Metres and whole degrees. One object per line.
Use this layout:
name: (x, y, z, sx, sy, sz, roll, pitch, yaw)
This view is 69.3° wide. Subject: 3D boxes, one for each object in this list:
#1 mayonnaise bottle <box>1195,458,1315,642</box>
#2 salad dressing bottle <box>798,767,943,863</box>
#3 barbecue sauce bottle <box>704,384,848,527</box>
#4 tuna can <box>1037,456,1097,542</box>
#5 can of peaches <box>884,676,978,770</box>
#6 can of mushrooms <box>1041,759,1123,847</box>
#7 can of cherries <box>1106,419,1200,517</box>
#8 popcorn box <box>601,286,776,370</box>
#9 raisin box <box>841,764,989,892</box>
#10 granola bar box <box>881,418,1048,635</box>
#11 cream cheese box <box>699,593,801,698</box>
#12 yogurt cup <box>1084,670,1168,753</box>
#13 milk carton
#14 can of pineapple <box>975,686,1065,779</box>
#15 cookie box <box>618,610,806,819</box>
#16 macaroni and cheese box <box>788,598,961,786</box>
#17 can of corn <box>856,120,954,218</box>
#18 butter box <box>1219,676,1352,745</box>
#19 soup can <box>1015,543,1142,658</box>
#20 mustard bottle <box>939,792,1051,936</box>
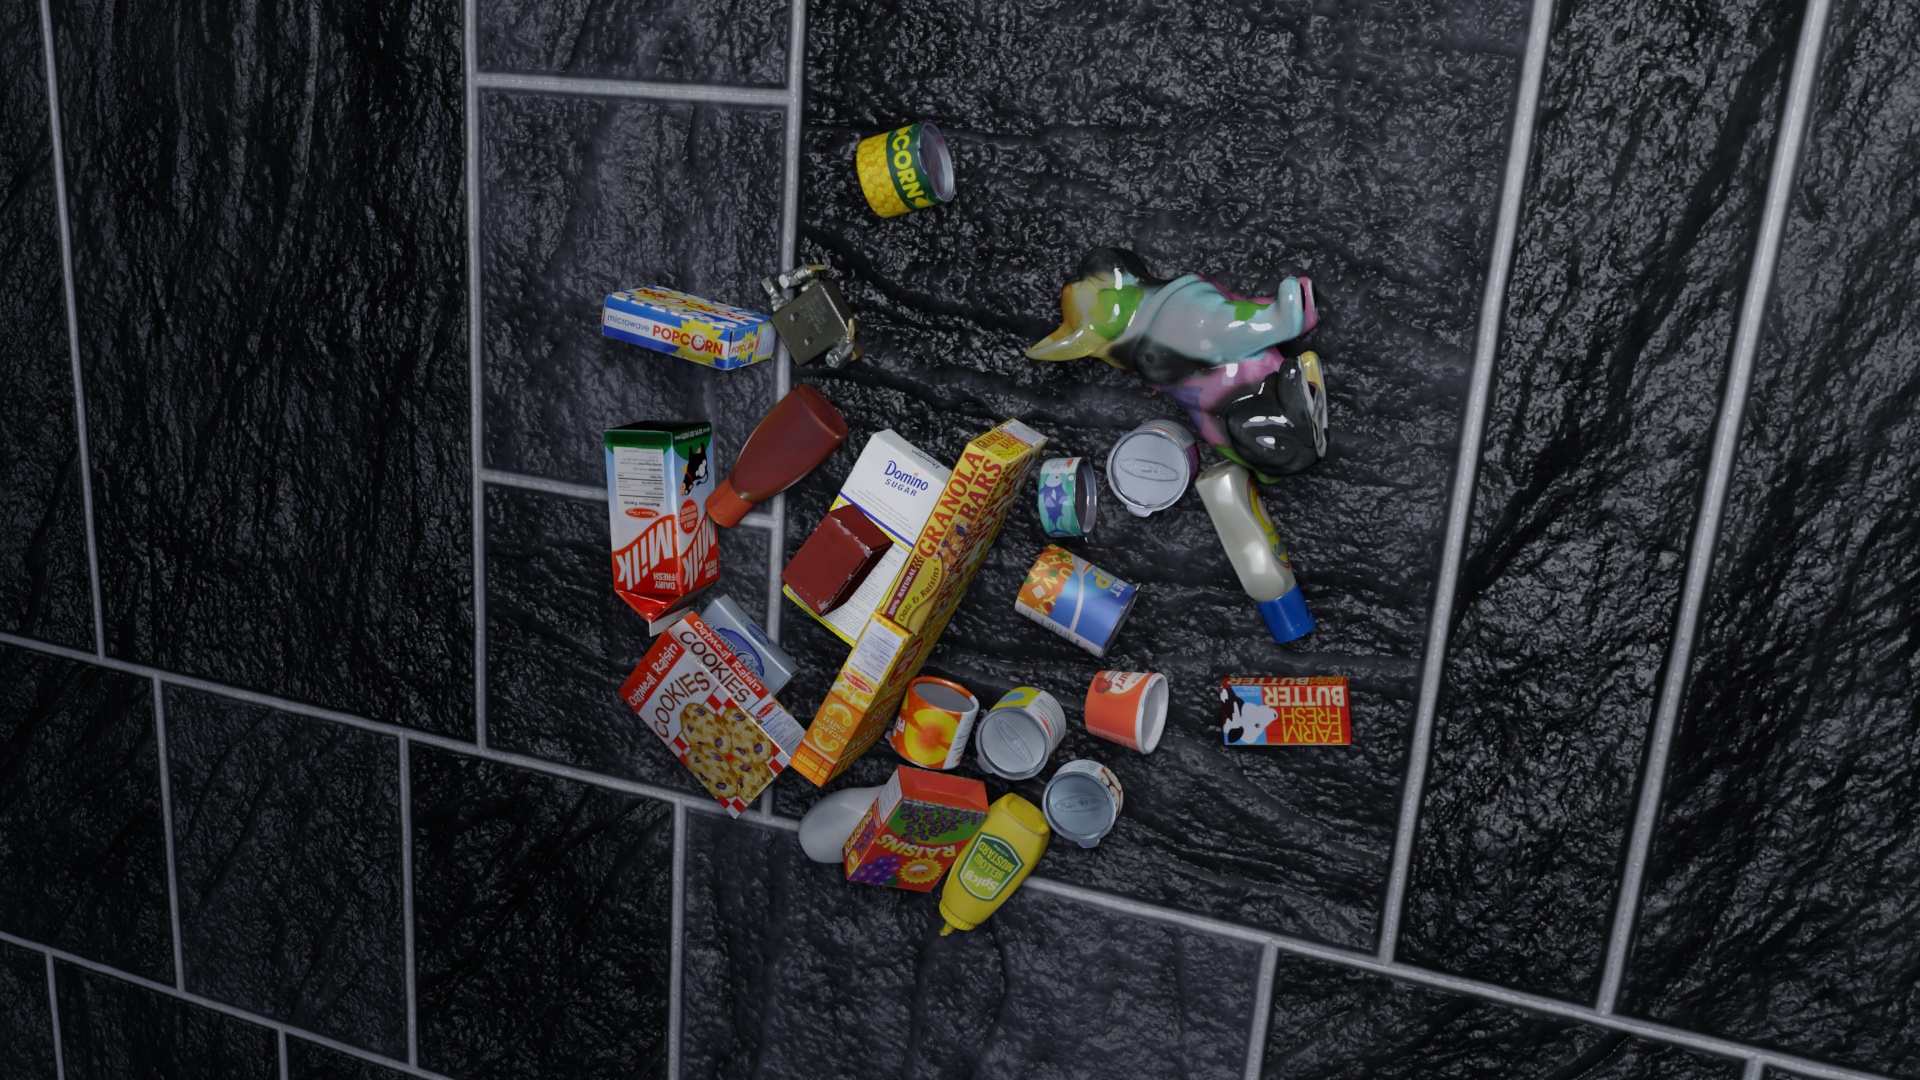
mayonnaise bottle: (0.235, 0.008, 1.102, 0.041, 0.065, 0.148, -24, 97, 26)
salad dressing bottle: (-0.080, 0.250, 1.280, 0.147, 0.044, 0.064, -28, 98, 22)
barbecue sauce bottle: (-0.169, -0.070, 1.239, 0.148, 0.044, 0.065, -42, 86, 24)
tuna can: (0.089, -0.033, 1.141, 0.033, 0.071, 0.071, -1, 102, 21)
can of peaches: (-0.025, 0.159, 1.226, 0.071, 0.071, 0.058, 24, 109, 13)
can of mushrooms: (0.107, 0.229, 1.212, 0.071, 0.033, 0.071, 4, 103, 18)
can of cherries: (0.155, -0.059, 1.116, 0.071, 0.058, 0.071, 4, 104, 18)
popcorn box: (-0.236, -0.187, 1.212, 0.127, 0.085, 0.038, 17, 109, 15)
raisin box: (-0.041, 0.257, 1.231, 0.086, 0.040, 0.122, 15, 127, -24)
granola bar box: (0.004, -0.014, 1.144, 0.039, 0.124, 0.165, 31, 111, 9)
cream cheese box: (-0.204, 0.105, 1.301, 0.104, 0.024, 0.053, 45, 112, 6)
yogurt cup: (0.139, 0.141, 1.165, 0.054, 0.072, 0.072, 9, 106, 26)
milk carton: (-0.271, -0.012, 1.273, 0.073, 0.072, 0.190, 3, 102, 19)
can of pineapple: (0.051, 0.167, 1.205, 0.071, 0.058, 0.070, 5, 104, 19)
cookie box: (-0.231, 0.164, 1.298, 0.167, 0.040, 0.122, 46, 130, 4)
macaroni and cheese box: (-0.072, 0.121, 1.203, 0.040, 0.124, 0.165, 34, 112, 11)
can of corn: (-0.045, -0.300, 1.125, 0.058, 0.071, 0.071, -10, 99, 23)
butter box: (0.267, 0.140, 1.139, 0.103, 0.024, 0.053, -3, 102, 21)
soup can: (0.098, 0.047, 1.157, 0.084, 0.071, 0.071, 29, 111, 12)
mustard bottle: (0.021, 0.304, 1.252, 0.065, 0.049, 0.159, 34, 111, 11)
